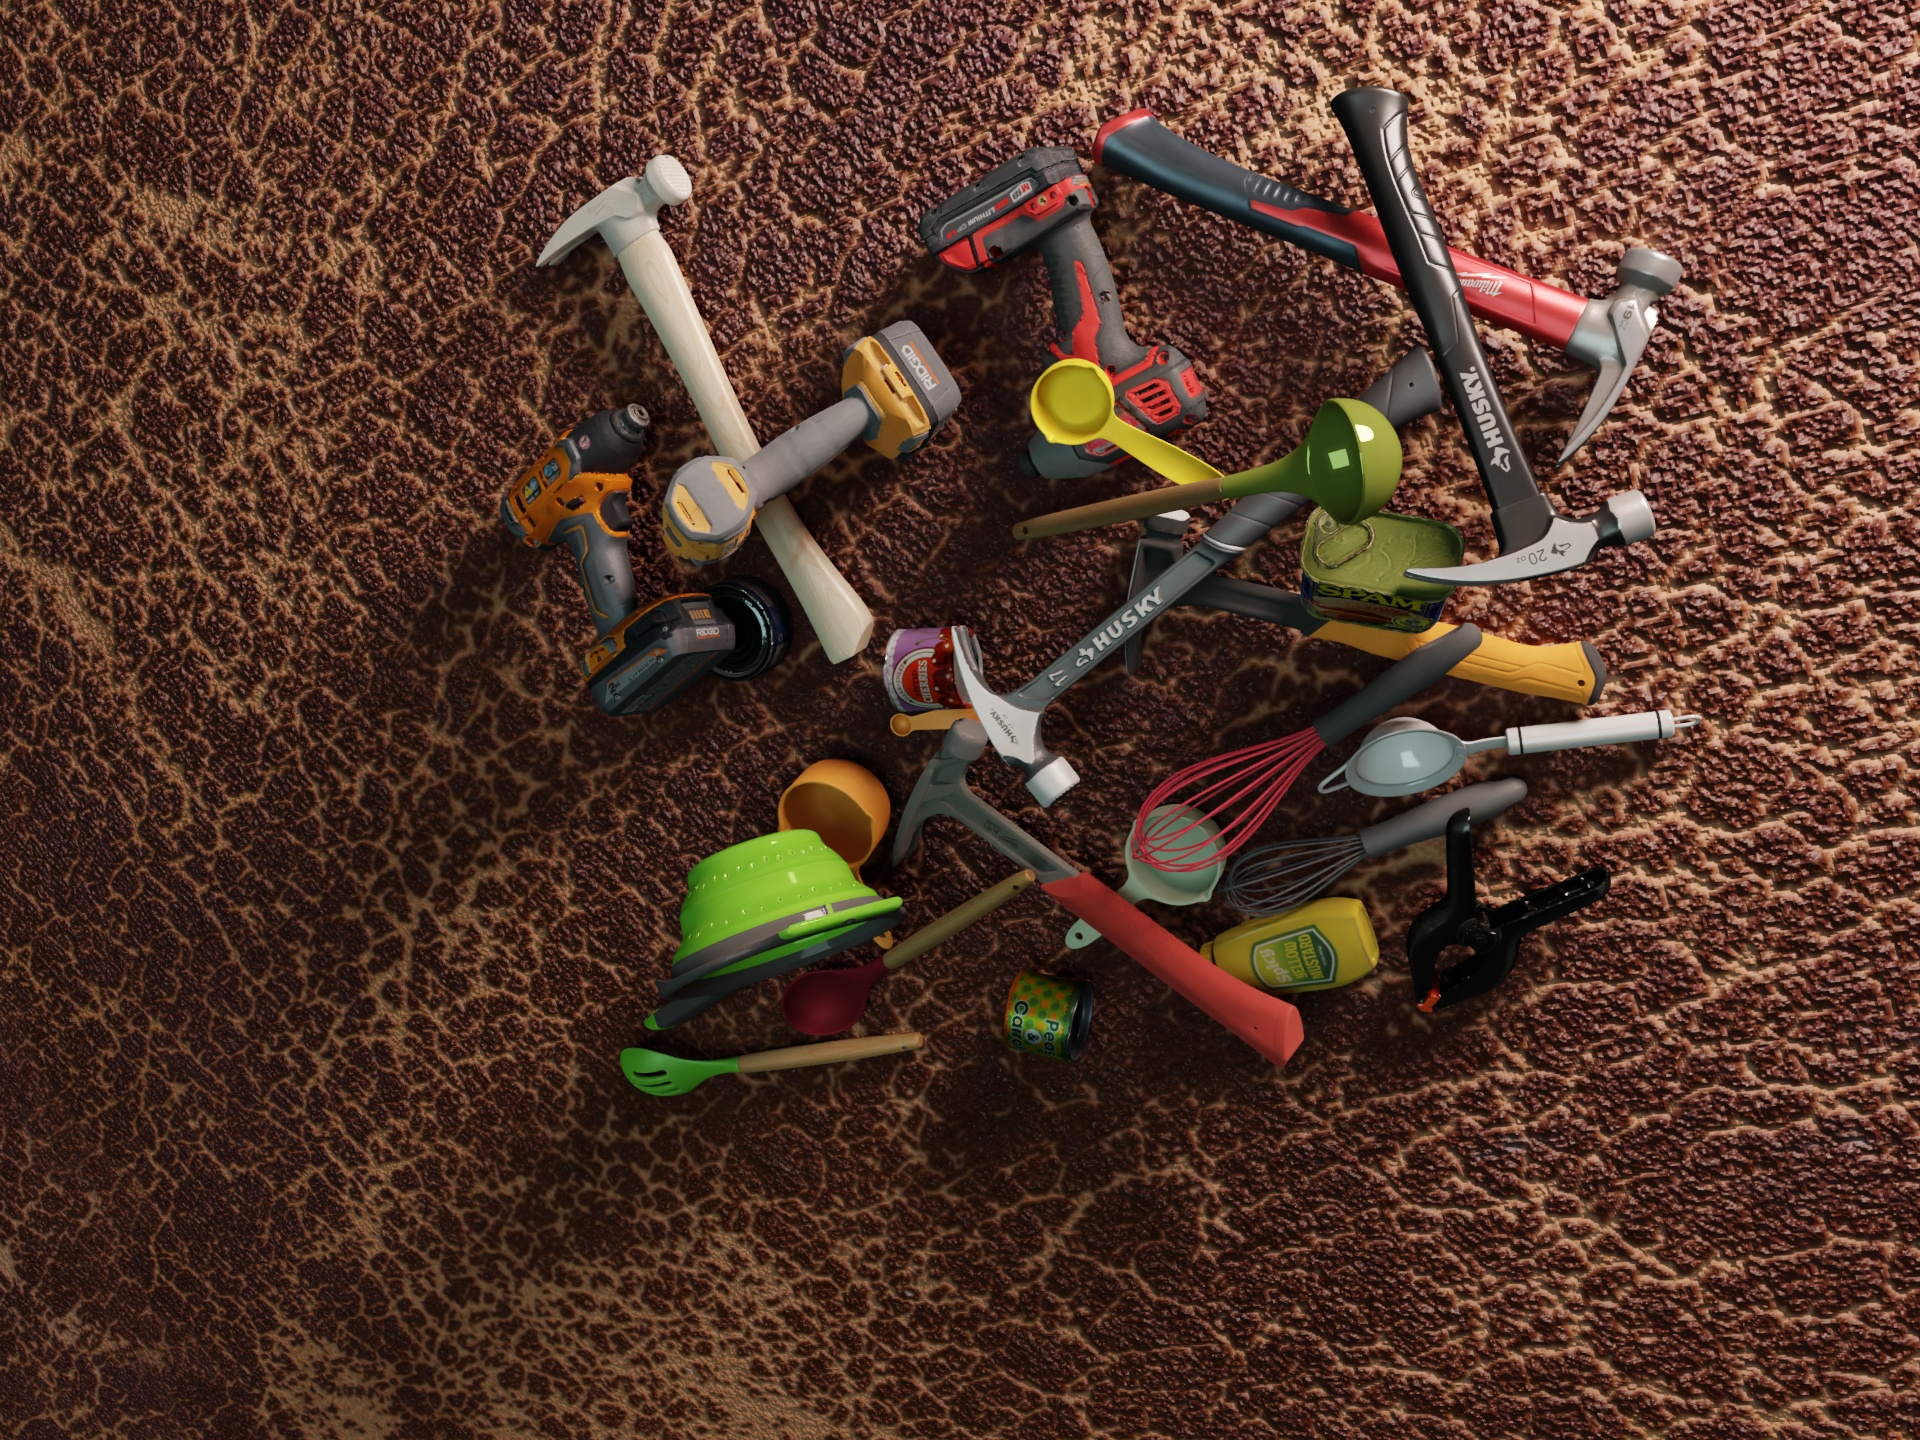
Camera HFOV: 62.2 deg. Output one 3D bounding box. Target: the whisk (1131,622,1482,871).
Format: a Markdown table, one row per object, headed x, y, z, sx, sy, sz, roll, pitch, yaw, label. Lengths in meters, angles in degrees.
| x | y | z | sx | sy | sz | roll | pitch | yaw | label |
| --- | --- | --- | --- | --- | --- | --- | --- | --- | --- |
| 0.241 | 0.021 | 1.129 | 0.296 | 0.073 | 0.073 | -36 | 91 | 21 | whisk |

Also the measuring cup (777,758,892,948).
| x | y | z | sx | sy | sz | roll | pitch | yaw | label |
| --- | --- | --- | --- | --- | --- | --- | --- | --- | --- |
| -0.086 | 0.110 | 1.337 | 0.095 | 0.052 | 0.173 | -10 | 116 | 29 | measuring cup |

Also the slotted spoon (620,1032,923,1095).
| x | y | z | sx | sy | sz | roll | pitch | yaw | label |
| --- | --- | --- | --- | --- | --- | --- | --- | --- | --- |
| -0.177 | 0.308 | 1.443 | 0.314 | 0.031 | 0.070 | -12 | 130 | 22 | slotted spoon |

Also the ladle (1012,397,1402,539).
| x | y | z | sx | sy | sz | roll | pitch | yaw | label |
| --- | --- | --- | --- | --- | --- | --- | --- | --- | --- |
| 0.149 | -0.150 | 1.064 | 0.320 | 0.062 | 0.078 | -6 | 96 | 44 | ladle |

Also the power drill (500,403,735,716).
| x | y | z | sx | sy | sz | roll | pitch | yaw | label |
| --- | --- | --- | --- | --- | --- | --- | --- | --- | --- |
| -0.273 | -0.136 | 1.291 | 0.164 | 0.084 | 0.226 | -36 | 76 | 32 | power drill |

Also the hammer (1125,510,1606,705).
| x | y | z | sx | sy | sz | roll | pitch | yaw | label |
| --- | --- | --- | --- | --- | --- | --- | --- | --- | --- |
| 0.283 | -0.059 | 1.138 | 0.337 | 0.034 | 0.127 | 15 | 111 | 17 | hammer |

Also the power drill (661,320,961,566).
| x | y | z | sx | sy | sz | roll | pitch | yaw | label |
| --- | --- | --- | --- | --- | --- | --- | --- | --- | --- |
| -0.122 | -0.190 | 1.177 | 0.226 | 0.185 | 0.084 | -35 | 94 | -11 | power drill |

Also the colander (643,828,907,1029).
| x | y | z | sx | sy | sz | roll | pitch | yaw | label |
| --- | --- | --- | --- | --- | --- | --- | --- | --- | --- |
| -0.194 | 0.176 | 1.332 | 0.397 | 0.204 | 0.094 | -36 | 70 | 52 | colander |

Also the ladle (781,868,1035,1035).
| x | y | z | sx | sy | sz | roll | pitch | yaw | label |
| --- | --- | --- | --- | --- | --- | --- | --- | --- | --- |
| -0.045 | 0.191 | 1.323 | 0.069 | 0.031 | 0.315 | 40 | 131 | -17 | ladle |

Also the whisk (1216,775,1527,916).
| x | y | z | sx | sy | sz | roll | pitch | yaw | label |
| --- | --- | --- | --- | --- | --- | --- | --- | --- | --- |
| 0.300 | 0.090 | 1.173 | 0.239 | 0.055 | 0.055 | -24 | 97 | 22 | whisk |

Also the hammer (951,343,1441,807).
| x | y | z | sx | sy | sz | roll | pitch | yaw | label |
| --- | --- | --- | --- | --- | --- | --- | --- | --- | --- |
| 0.168 | -0.117 | 1.128 | 0.409 | 0.036 | 0.149 | -40 | 82 | 16 | hammer |

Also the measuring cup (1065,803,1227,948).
| x | y | z | sx | sy | sz | roll | pitch | yaw | label |
| --- | --- | --- | --- | --- | --- | --- | --- | --- | --- |
| 0.143 | 0.128 | 1.256 | 0.083 | 0.038 | 0.167 | 47 | 123 | 4 | measuring cup |

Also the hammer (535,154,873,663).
| x | y | z | sx | sy | sz | roll | pitch | yaw | label |
| --- | --- | --- | --- | --- | --- | --- | --- | --- | --- |
| -0.192 | -0.229 | 1.276 | 0.146 | 0.038 | 0.410 | -24 | 97 | 28 | hammer |

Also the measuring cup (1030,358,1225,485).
| x | y | z | sx | sy | sz | roll | pitch | yaw | label |
| --- | --- | --- | --- | --- | --- | --- | --- | --- | --- |
| 0.121 | -0.198 | 1.101 | 0.156 | 0.029 | 0.062 | 29 | 120 | -5 | measuring cup |

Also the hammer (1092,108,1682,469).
| x | y | z | sx | sy | sz | roll | pitch | yaw | label |
| --- | --- | --- | --- | --- | --- | --- | --- | --- | --- |
| 0.257 | -0.303 | 1.054 | 0.386 | 0.038 | 0.143 | 27 | 97 | 15 | hammer |

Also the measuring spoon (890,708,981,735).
| x | y | z | sx | sy | sz | roll | pitch | yaw | label |
| --- | --- | --- | --- | --- | --- | --- | --- | --- | --- |
| -0.002 | -0.004 | 1.287 | 0.117 | 0.011 | 0.021 | -8 | 103 | 20 | measuring spoon |

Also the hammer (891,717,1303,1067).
| x | y | z | sx | sy | sz | roll | pitch | yaw | label |
| --- | --- | --- | --- | --- | --- | --- | --- | --- | --- |
| 0.106 | 0.153 | 1.241 | 0.359 | 0.037 | 0.149 | 36 | 123 | 18 | hammer |

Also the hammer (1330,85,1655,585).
| x | y | z | sx | sy | sz | roll | pitch | yaw | label |
| --- | --- | --- | --- | --- | --- | --- | --- | --- | --- |
| 0.303 | -0.243 | 1.001 | 0.146 | 0.035 | 0.335 | -20 | 84 | 12 | hammer |

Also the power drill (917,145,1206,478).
| x | y | z | sx | sy | sz | roll | pitch | yaw | label |
| --- | --- | --- | --- | --- | --- | --- | --- | --- | --- |
| 0.068 | -0.282 | 1.134 | 0.143 | 0.078 | 0.219 | -24 | 99 | 26 | power drill |

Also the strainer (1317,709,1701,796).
| x | y | z | sx | sy | sz | roll | pitch | yaw | label |
| --- | --- | --- | --- | --- | --- | --- | --- | --- | --- |
| 0.381 | 0.015 | 1.119 | 0.258 | 0.050 | 0.086 | -7 | 146 | 17 | strainer |
